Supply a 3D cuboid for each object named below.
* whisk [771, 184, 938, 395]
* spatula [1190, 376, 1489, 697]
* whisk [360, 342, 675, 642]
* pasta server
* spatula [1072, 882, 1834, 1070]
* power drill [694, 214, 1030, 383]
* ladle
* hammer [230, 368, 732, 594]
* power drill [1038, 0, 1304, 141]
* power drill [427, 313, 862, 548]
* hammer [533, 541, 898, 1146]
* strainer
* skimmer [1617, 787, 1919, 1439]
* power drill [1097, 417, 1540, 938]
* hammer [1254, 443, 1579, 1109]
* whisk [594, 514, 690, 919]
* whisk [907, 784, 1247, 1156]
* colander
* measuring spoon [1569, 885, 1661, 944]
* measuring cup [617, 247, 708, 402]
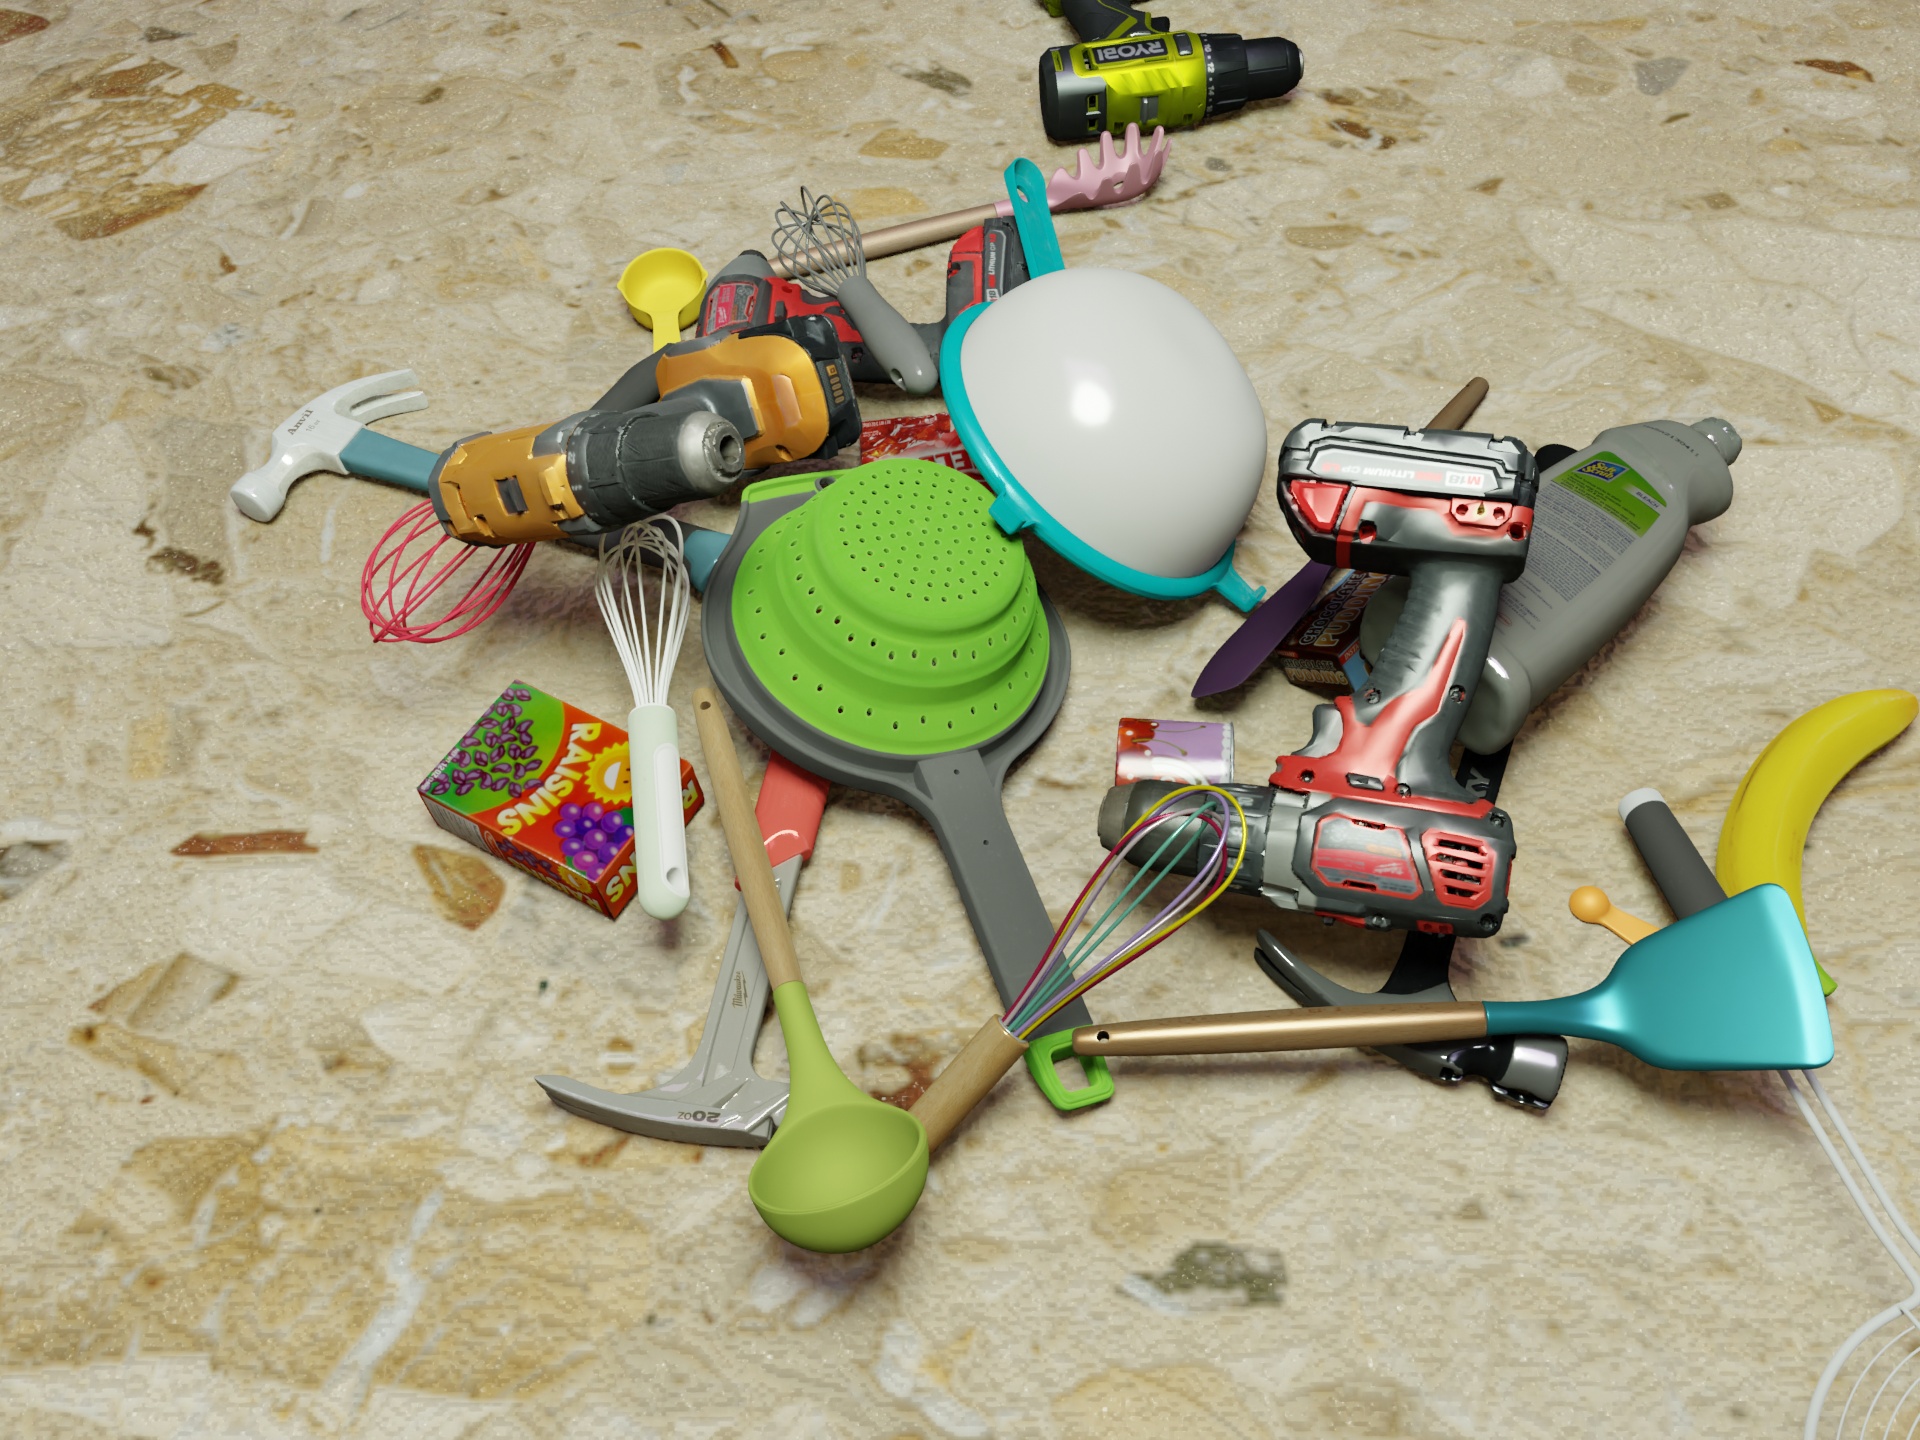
[{"bbox_3d":[-0.060,-0.250,0.923,0.055,0.055,0.239,-20,44,-10],"label":"whisk"},{"bbox_3d":[0.228,-0.113,0.926,0.316,0.060,0.018,-45,105,-28],"label":"spatula"},{"bbox_3d":[-0.243,-0.140,0.922,0.073,0.073,0.296,19,49,17],"label":"whisk"},{"bbox_3d":[-0.003,-0.355,1.113,0.316,0.040,0.060,-16,43,-6],"label":"pasta server"},{"bbox_3d":[0.207,0.129,0.707,0.317,0.044,0.082,-5,62,7],"label":"spatula"},{"bbox_3d":[-0.062,-0.258,1.028,0.219,0.078,0.143,-3,54,5],"label":"power drill"},{"bbox_3d":[-0.089,0.098,0.747,0.078,0.062,0.321,-17,53,-8],"label":"ladle"},{"bbox_3d":[-0.281,-0.138,0.983,0.331,0.033,0.128,18,59,16],"label":"hammer"},{"bbox_3d":[0.144,-0.534,1.206,0.190,0.080,0.229,-8,57,-1],"label":"power drill"},{"bbox_3d":[-0.143,-0.155,0.850,0.185,0.084,0.226,-2,22,35],"label":"power drill"},{"bbox_3d":[-0.099,0.045,0.838,0.149,0.036,0.359,6,56,8],"label":"hammer"},{"bbox_3d":[0.088,-0.231,0.912,0.210,0.095,0.341,14,51,-35],"label":"strainer"},{"bbox_3d":[0.365,0.190,0.697,0.127,0.090,0.364,-5,46,-7],"label":"skimmer"},{"bbox_3d":[0.170,-0.020,0.743,0.188,0.080,0.227,8,83,16],"label":"power drill"},{"bbox_3d":[0.278,0.000,0.843,0.149,0.036,0.409,17,57,17],"label":"hammer"},{"bbox_3d":[-0.160,-0.009,0.827,0.059,0.057,0.247,-29,54,27],"label":"whisk"},{"bbox_3d":[0.039,0.125,0.709,0.047,0.051,0.245,42,96,6],"label":"whisk"},{"bbox_3d":[-0.001,-0.003,0.802,0.204,0.094,0.397,-11,60,-23],"label":"colander"},{"bbox_3d":[0.351,0.113,0.770,0.117,0.011,0.021,32,63,24],"label":"measuring spoon"},{"bbox_3d":[-0.194,-0.247,1.064,0.062,0.029,0.157,-8,66,-1],"label":"measuring cup"}]
